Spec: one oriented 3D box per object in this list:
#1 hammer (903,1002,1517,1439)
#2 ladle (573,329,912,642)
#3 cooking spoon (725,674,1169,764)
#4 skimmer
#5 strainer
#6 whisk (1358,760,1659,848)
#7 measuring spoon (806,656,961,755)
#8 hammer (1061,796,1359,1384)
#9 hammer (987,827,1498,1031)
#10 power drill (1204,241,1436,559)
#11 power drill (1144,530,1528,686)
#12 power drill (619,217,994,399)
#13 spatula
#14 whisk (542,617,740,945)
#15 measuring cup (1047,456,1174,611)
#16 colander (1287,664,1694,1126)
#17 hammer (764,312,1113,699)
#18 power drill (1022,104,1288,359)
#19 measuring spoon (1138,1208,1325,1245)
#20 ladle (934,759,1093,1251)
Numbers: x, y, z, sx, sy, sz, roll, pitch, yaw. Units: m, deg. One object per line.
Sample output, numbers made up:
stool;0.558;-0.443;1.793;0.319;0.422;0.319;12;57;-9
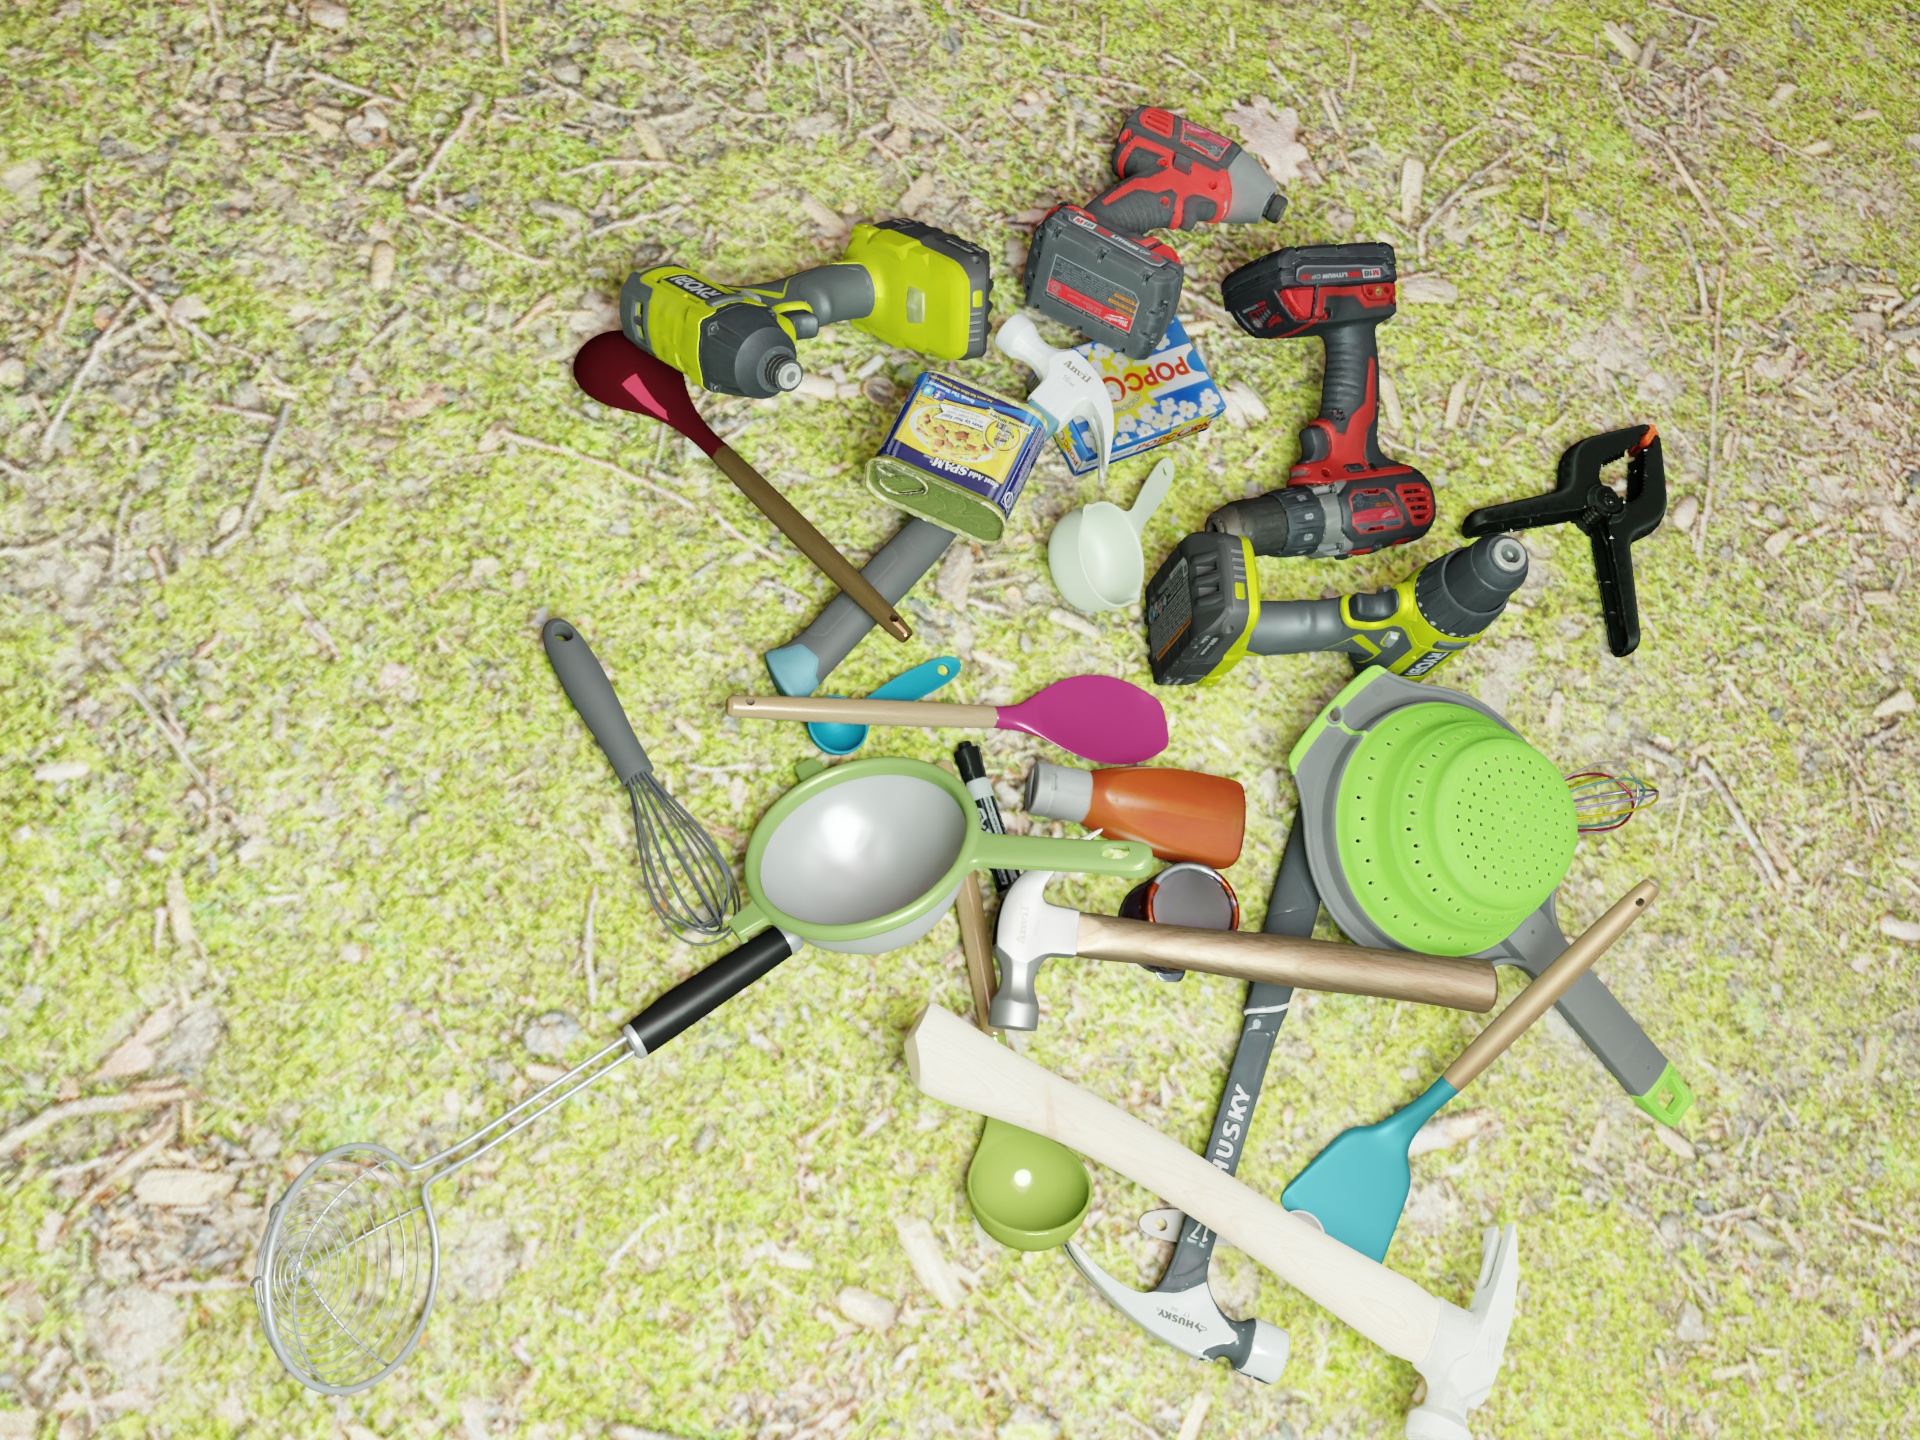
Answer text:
hammer;0.153;0.280;0.968;0.410;0.038;0.146;31;61;-3
ladle;-0.146;-0.162;1.074;0.315;0.031;0.069;44;64;10
cooking spoon;-0.002;-0.003;1.076;0.318;0.017;0.069;3;65;-22
skimmer;-0.227;0.229;0.911;0.363;0.090;0.127;-32;116;-25
strainer;-0.005;0.097;0.985;0.256;0.069;0.152;1;43;17
whisk;0.403;0.071;1.170;0.245;0.051;0.047;-10;54;-14
measuring spoon;-0.052;-0.012;1.084;0.128;0.021;0.042;-28;82;-31
hammer;0.193;0.209;1.058;0.149;0.036;0.409;21;65;2
hammer;0.184;0.148;1.015;0.331;0.031;0.130;8;76;-8
power drill;0.254;-0.229;1.180;0.188;0.080;0.226;-10;93;-23
power drill;0.258;-0.079;1.098;0.228;0.190;0.080;0;72;-11
power drill;-0.092;-0.273;1.073;0.223;0.080;0.171;-22;40;-33
spatula;0.343;0.225;1.041;0.082;0.044;0.317;41;100;1
whisk;-0.208;0.036;1.008;0.055;0.055;0.239;-26;76;-22
measuring cup;0.113;-0.142;1.160;0.083;0.038;0.168;57;44;-23
colander;0.396;0.131;1.080;0.204;0.094;0.397;-45;98;-19
hammer;-0.016;-0.137;1.102;0.128;0.033;0.331;40;74;8
power drill;0.152;-0.377;1.207;0.143;0.078;0.220;29;55;9
measuring spoon;0.175;0.331;1.031;0.124;0.018;0.034;8;66;-6
ladle;0.020;0.174;1.017;0.078;0.062;0.320;-5;71;-16
